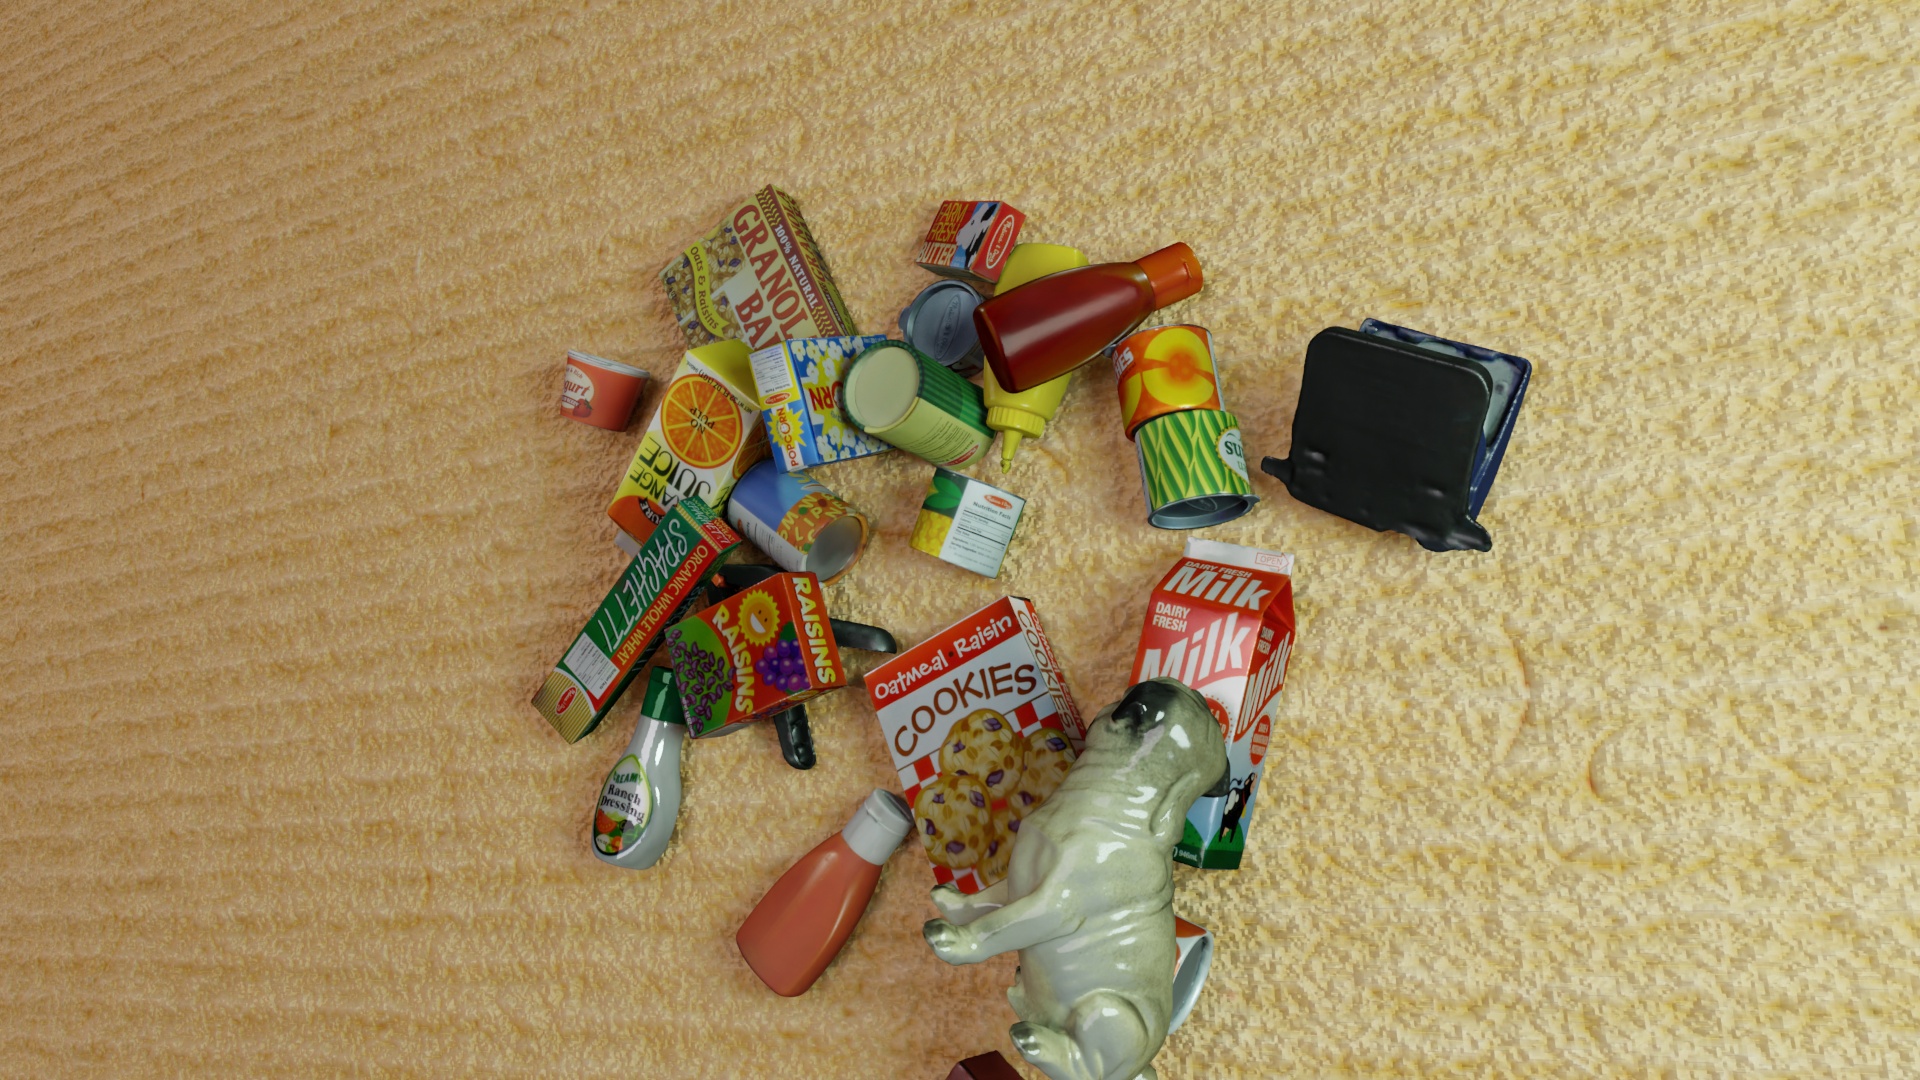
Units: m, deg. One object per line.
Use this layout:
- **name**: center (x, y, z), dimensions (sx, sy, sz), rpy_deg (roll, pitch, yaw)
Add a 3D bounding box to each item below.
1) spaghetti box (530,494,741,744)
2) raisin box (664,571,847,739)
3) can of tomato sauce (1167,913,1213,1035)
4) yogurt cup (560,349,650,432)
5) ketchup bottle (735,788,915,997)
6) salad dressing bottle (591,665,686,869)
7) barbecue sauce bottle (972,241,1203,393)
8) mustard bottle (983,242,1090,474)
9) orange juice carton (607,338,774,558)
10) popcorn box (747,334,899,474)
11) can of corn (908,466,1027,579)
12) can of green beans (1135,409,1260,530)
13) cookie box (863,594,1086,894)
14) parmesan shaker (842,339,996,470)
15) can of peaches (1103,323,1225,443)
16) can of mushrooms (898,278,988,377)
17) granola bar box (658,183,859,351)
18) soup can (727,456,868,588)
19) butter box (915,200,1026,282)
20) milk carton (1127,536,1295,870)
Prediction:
- **spaghetti box**: center (-0.245, 0.063, 1.033), dimensions (0.050, 0.029, 0.249), rpy_deg (46, 122, 5)
- **raisin box**: center (-0.145, 0.082, 0.975), dimensions (0.123, 0.040, 0.086), rpy_deg (-25, 73, 32)
- **can of tomato sauce**: center (0.098, 0.246, 0.825), dimensions (0.083, 0.071, 0.071), rpy_deg (19, 88, 31)
- **yogurt cup**: center (-0.294, -0.121, 1.138), dimensions (0.072, 0.072, 0.054), rpy_deg (20, 97, 31)
- **ketchup bottle**: center (-0.088, 0.236, 0.946), dimensions (0.065, 0.043, 0.148), rpy_deg (43, 100, 29)
- **salad dressing bottle**: center (-0.233, 0.169, 1.043), dimensions (0.064, 0.044, 0.147), rpy_deg (11, 84, 32)
- **barbecue sauce bottle**: center (0.086, -0.151, 0.908), dimensions (0.149, 0.044, 0.064), rpy_deg (-24, 101, -10)
- **mustard bottle**: center (0.047, -0.123, 0.955), dimensions (0.065, 0.049, 0.160), rpy_deg (11, 84, 25)
- **orange juice carton**: center (-0.197, -0.050, 1.033), dimensions (0.072, 0.073, 0.191), rpy_deg (37, 116, 10)
- **popcorn box**: center (-0.088, -0.097, 0.967), dimensions (0.038, 0.127, 0.085), rpy_deg (-14, 92, 30)
- **can of corn**: center (0.003, -0.012, 0.944), dimensions (0.071, 0.071, 0.058), rpy_deg (20, 89, 31)
- **can of green beans**: center (0.146, -0.044, 0.870), dimensions (0.071, 0.071, 0.058), rpy_deg (-15, 71, 26)
- **cookie box**: center (0.019, 0.137, 0.913), dimensions (0.122, 0.040, 0.168), rpy_deg (-31, 66, 20)
- **parmesan shaker**: center (-0.025, -0.094, 0.956), dimensions (0.071, 0.103, 0.071), rpy_deg (-7, 75, 28)
- **can of peaches**: center (0.131, -0.099, 0.891), dimensions (0.071, 0.071, 0.058), rpy_deg (-16, 72, 25)
- **can of mushrooms**: center (-0.007, -0.152, 1.002), dimensions (0.071, 0.033, 0.071), rpy_deg (-7, 76, 28)
- **granola bar box**: center (-0.158, -0.179, 1.089), dimensions (0.124, 0.039, 0.166), rpy_deg (-34, 64, 18)
- **soup can**: center (-0.116, -0.015, 1.011), dimensions (0.084, 0.071, 0.071), rpy_deg (35, 96, 30)
- **butter box**: center (0.006, -0.213, 0.987), dimensions (0.053, 0.024, 0.103), rpy_deg (-65, 27, 2)
- **milk carton**: center (0.146, 0.094, 0.832), dimensions (0.072, 0.073, 0.190), rpy_deg (11, 83, 31)
